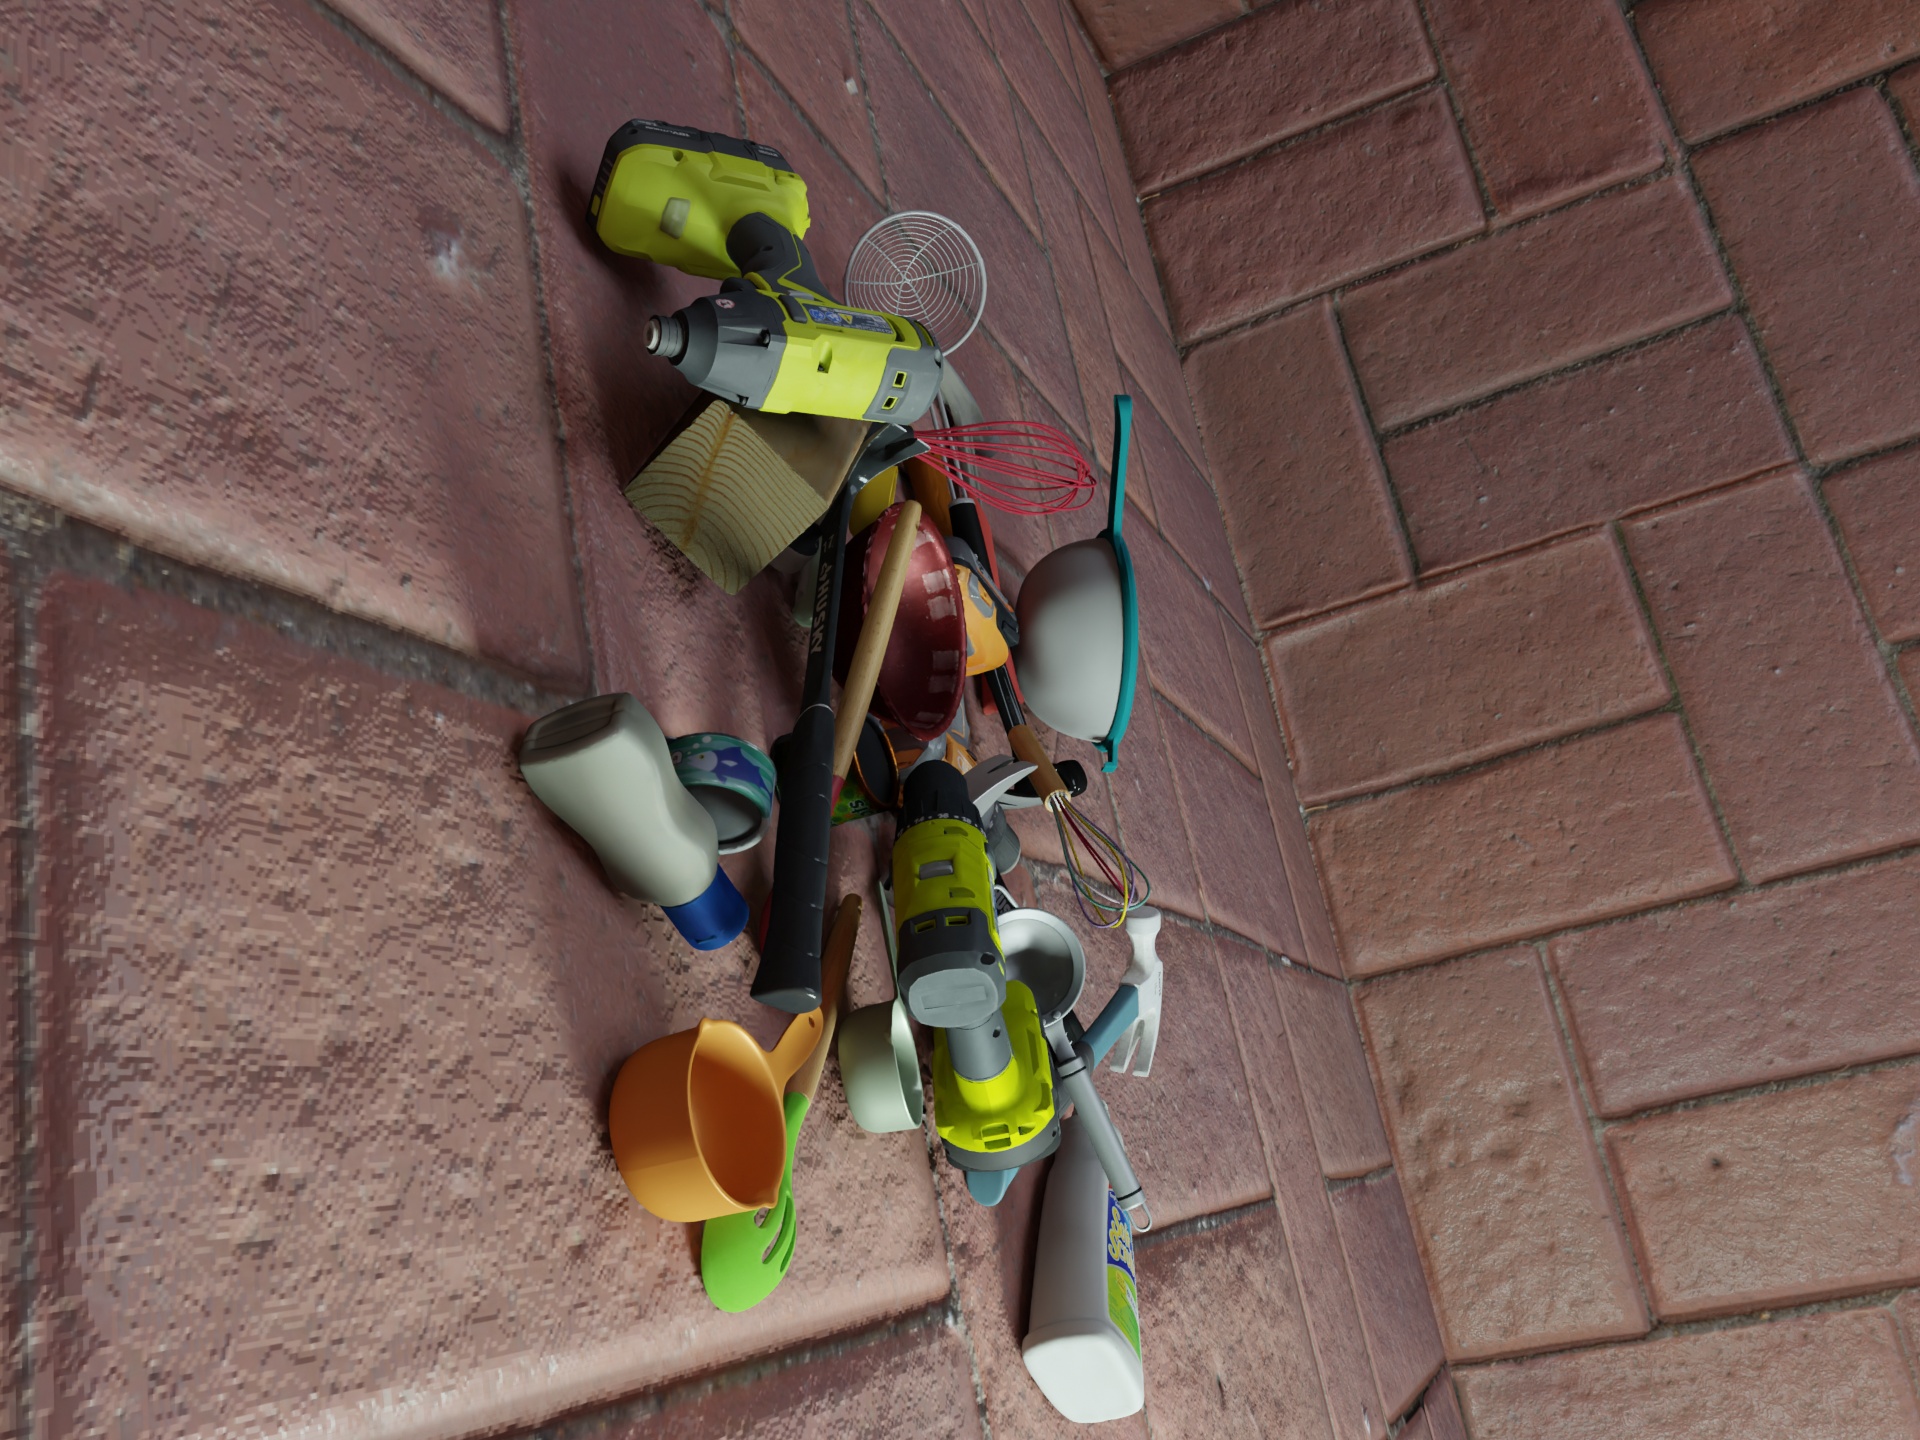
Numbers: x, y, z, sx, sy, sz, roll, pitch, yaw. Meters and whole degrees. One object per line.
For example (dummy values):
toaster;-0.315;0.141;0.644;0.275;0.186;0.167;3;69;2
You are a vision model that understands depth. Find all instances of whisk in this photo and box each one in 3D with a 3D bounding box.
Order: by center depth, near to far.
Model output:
whisk;-0.097;-0.158;1.156;0.059;0.057;0.247;23;45;-20
whisk;-0.023;-0.203;1.179;0.295;0.073;0.073;8;60;-30
whisk;0.083;0.070;1.205;0.245;0.051;0.047;-118;-174;-54

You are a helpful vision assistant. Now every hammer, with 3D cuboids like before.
hammer;-0.079;-0.012;0.907;0.036;0.149;0.409;29;40;-28
hammer;0.047;0.168;1.199;0.146;0.035;0.334;-51;137;-25
hammer;0.087;0.260;1.203;0.331;0.033;0.128;-32;122;-59
hammer;0.009;-0.086;1.360;0.127;0.034;0.337;-5;72;-48
hammer;0.014;-0.169;1.480;0.149;0.037;0.359;45;32;-54

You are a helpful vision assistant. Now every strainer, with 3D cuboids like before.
strainer;0.073;0.236;1.116;0.050;0.087;0.258;113;-47;-76
strainer;0.101;-0.133;1.470;0.211;0.095;0.340;-106;-163;-63

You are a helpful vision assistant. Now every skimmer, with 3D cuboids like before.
skimmer;-0.010;-0.249;1.340;0.090;0.127;0.363;119;-41;-71

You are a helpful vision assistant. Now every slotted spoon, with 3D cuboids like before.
slotted spoon;-0.087;0.193;0.887;0.314;0.031;0.070;-77;150;-59

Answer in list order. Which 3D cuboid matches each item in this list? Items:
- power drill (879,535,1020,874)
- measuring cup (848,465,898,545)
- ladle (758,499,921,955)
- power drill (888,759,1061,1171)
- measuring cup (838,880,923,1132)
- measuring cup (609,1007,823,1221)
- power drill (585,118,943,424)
power drill;-0.002;-0.004;1.225;0.185;0.084;0.226;51;32;-47
measuring cup;-0.068;-0.132;1.163;0.156;0.029;0.062;107;-7;-63
ladle;-0.068;0.009;0.943;0.069;0.031;0.315;62;40;-66
power drill;0.004;0.155;1.002;0.191;0.080;0.228;-96;175;-51
measuring cup;-0.055;0.172;0.973;0.083;0.038;0.168;71;7;-51
measuring cup;-0.115;0.180;0.782;0.173;0.052;0.095;-41;112;-73
power drill;-0.128;-0.259;0.926;0.171;0.080;0.223;0;43;-36
